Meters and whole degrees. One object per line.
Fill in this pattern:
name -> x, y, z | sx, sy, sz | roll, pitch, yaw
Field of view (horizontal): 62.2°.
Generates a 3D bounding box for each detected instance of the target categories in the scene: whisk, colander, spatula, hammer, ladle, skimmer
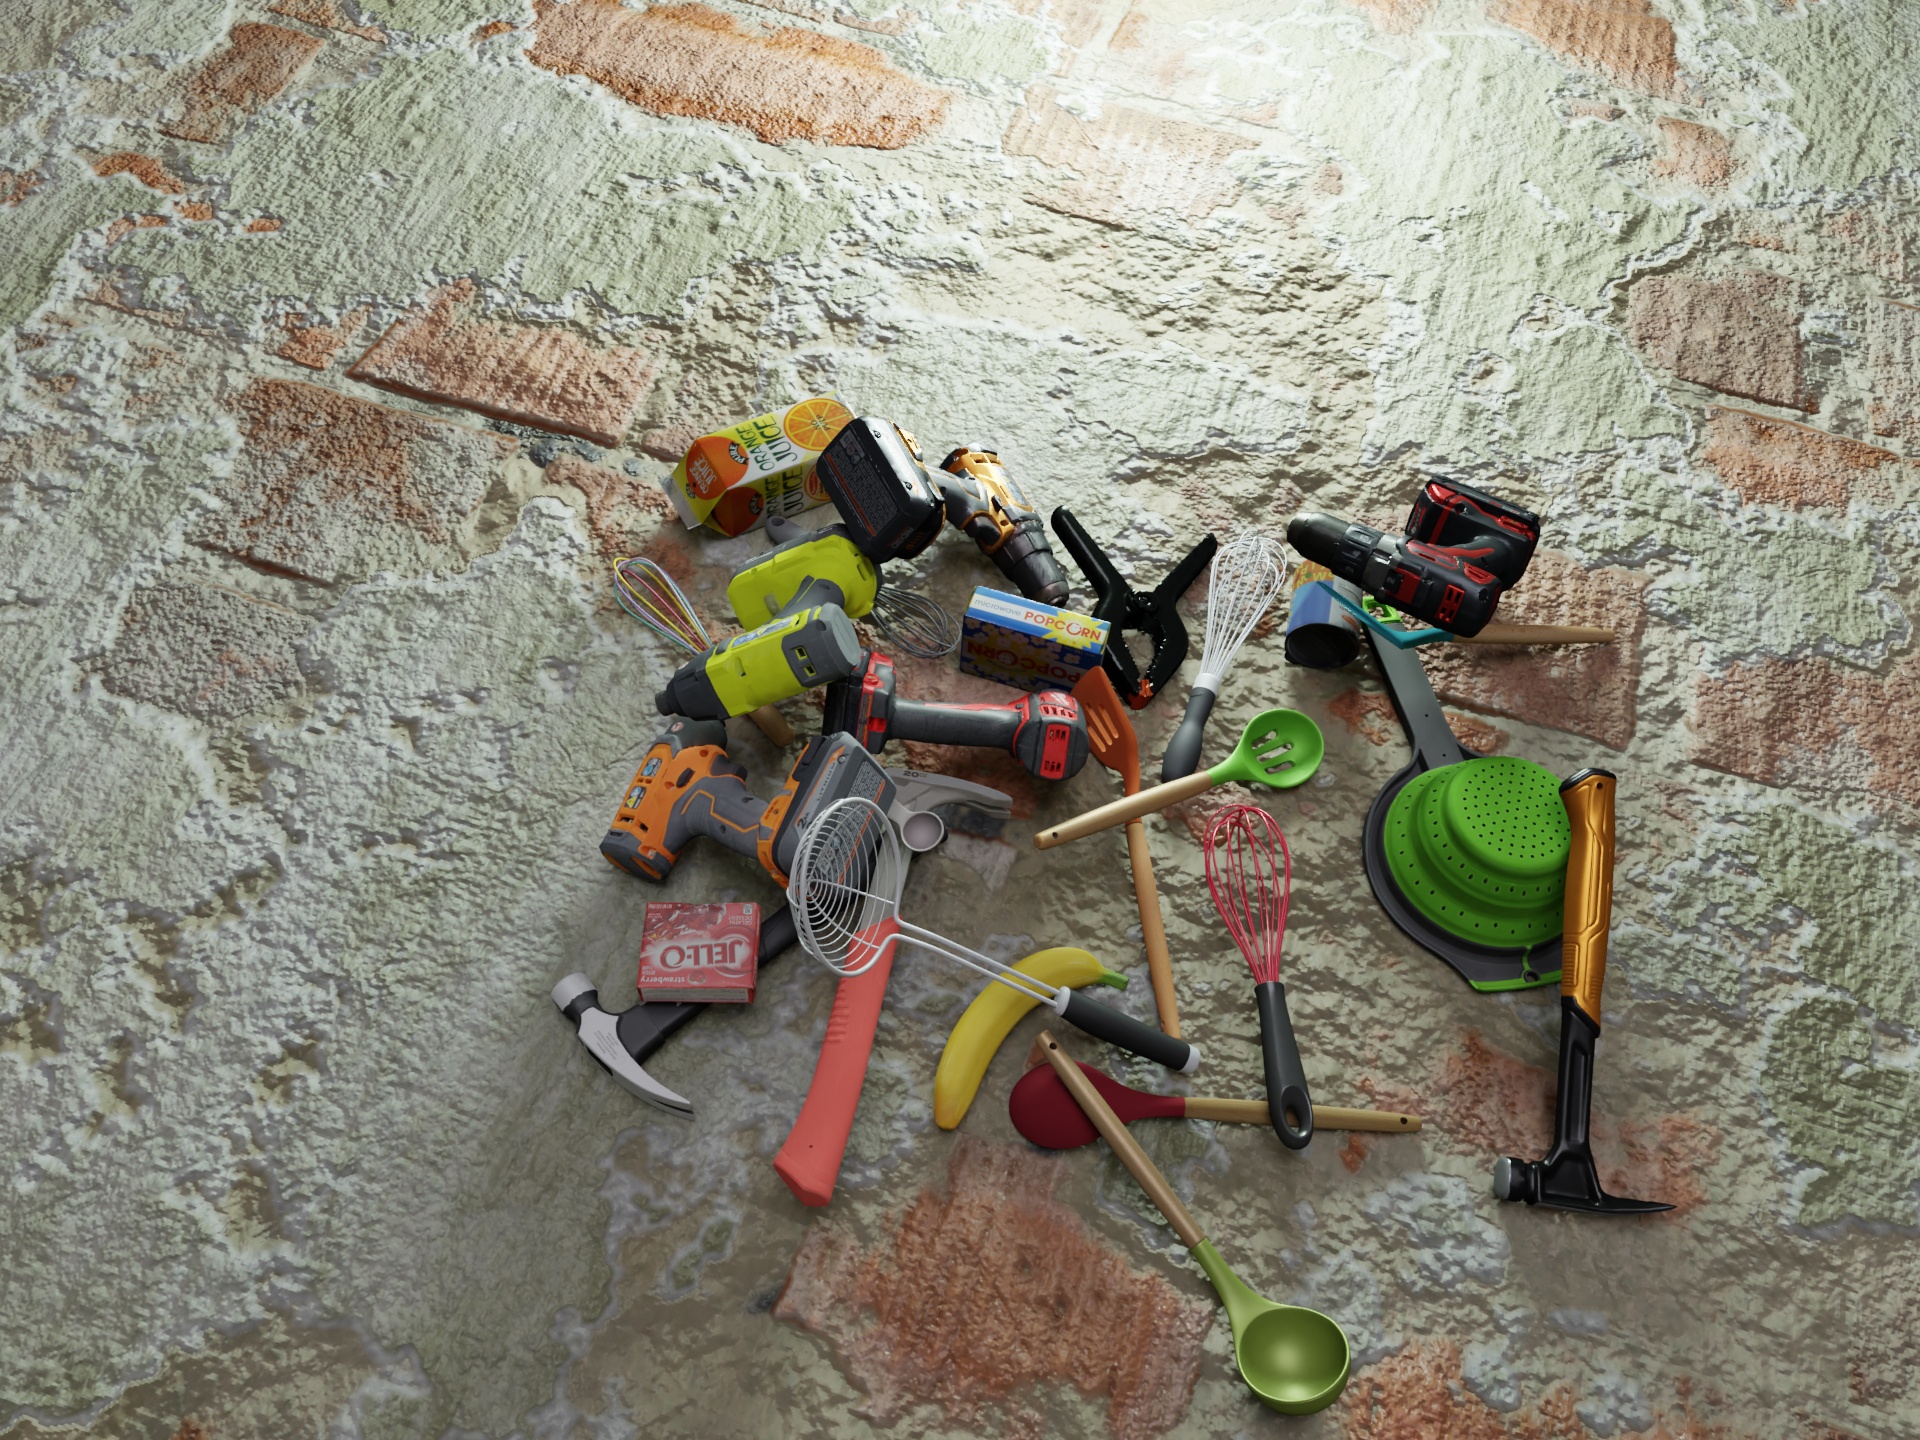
whisk -> 0.241, 0.193, 1.255 | 0.073, 0.073, 0.296 | -1, 56, -4
colander -> 0.428, 0.030, 1.359 | 0.204, 0.094, 0.398 | -8, 58, -9
spatula -> 0.139, 0.110, 1.318 | 0.041, 0.081, 0.323 | 4, 60, -21
hammer -> -0.063, 0.193, 1.213 | 0.149, 0.036, 0.359 | 10, 55, 4
hammer -> 0.484, 0.203, 1.217 | 0.127, 0.034, 0.337 | 8, 77, 1
whisk -> 0.229, -0.056, 1.431 | 0.070, 0.070, 0.285 | 19, 63, 9
whisk -> -0.094, -0.126, 1.461 | 0.239, 0.055, 0.055 | 36, 62, 24
ladle -> 0.195, 0.298, 1.210 | 0.315, 0.031, 0.069 | 4, 59, -3
spatula -> 0.466, -0.087, 1.431 | 0.317, 0.044, 0.082 | -1, 30, -21
ladle -> 0.156, 0.348, 1.136 | 0.078, 0.062, 0.320 | -29, 68, -24
whisk -> -0.232, -0.064, 1.412 | 0.051, 0.047, 0.245 | -42, 71, -7
hammer -> -0.144, 0.175, 1.264 | 0.335, 0.035, 0.146 | -34, 64, -23
skimmer -> 0.035, 0.176, 1.165 | 0.363, 0.090, 0.127 | 27, 59, -14

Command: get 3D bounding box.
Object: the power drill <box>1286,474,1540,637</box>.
power drill -> 0.411, -0.156, 1.433 | 0.188, 0.080, 0.227 | 28, 31, 22

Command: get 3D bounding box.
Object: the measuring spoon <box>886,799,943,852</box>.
measuring spoon -> -0.062, 0.068, 1.274 | 0.124, 0.018, 0.034 | 33, 72, 27

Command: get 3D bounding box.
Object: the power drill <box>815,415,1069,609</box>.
power drill -> -0.004, -0.178, 1.426 | 0.226, 0.084, 0.185 | 2, 52, -52

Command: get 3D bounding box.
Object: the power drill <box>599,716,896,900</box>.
power drill -> -0.168, 0.055, 1.266 | 0.226, 0.084, 0.164 | 4, 59, 34

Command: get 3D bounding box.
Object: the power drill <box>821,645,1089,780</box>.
power drill -> -0.002, -0.004, 1.344 | 0.219, 0.078, 0.143 | 8, 15, 0

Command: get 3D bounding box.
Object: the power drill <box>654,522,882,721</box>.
power drill -> -0.155, -0.077, 1.328 | 0.171, 0.080, 0.223 | -19, 22, 17

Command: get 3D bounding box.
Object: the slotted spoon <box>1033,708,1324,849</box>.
slotted spoon -> 0.185, 0.055, 1.324 | 0.313, 0.031, 0.070 | -18, 77, -33
